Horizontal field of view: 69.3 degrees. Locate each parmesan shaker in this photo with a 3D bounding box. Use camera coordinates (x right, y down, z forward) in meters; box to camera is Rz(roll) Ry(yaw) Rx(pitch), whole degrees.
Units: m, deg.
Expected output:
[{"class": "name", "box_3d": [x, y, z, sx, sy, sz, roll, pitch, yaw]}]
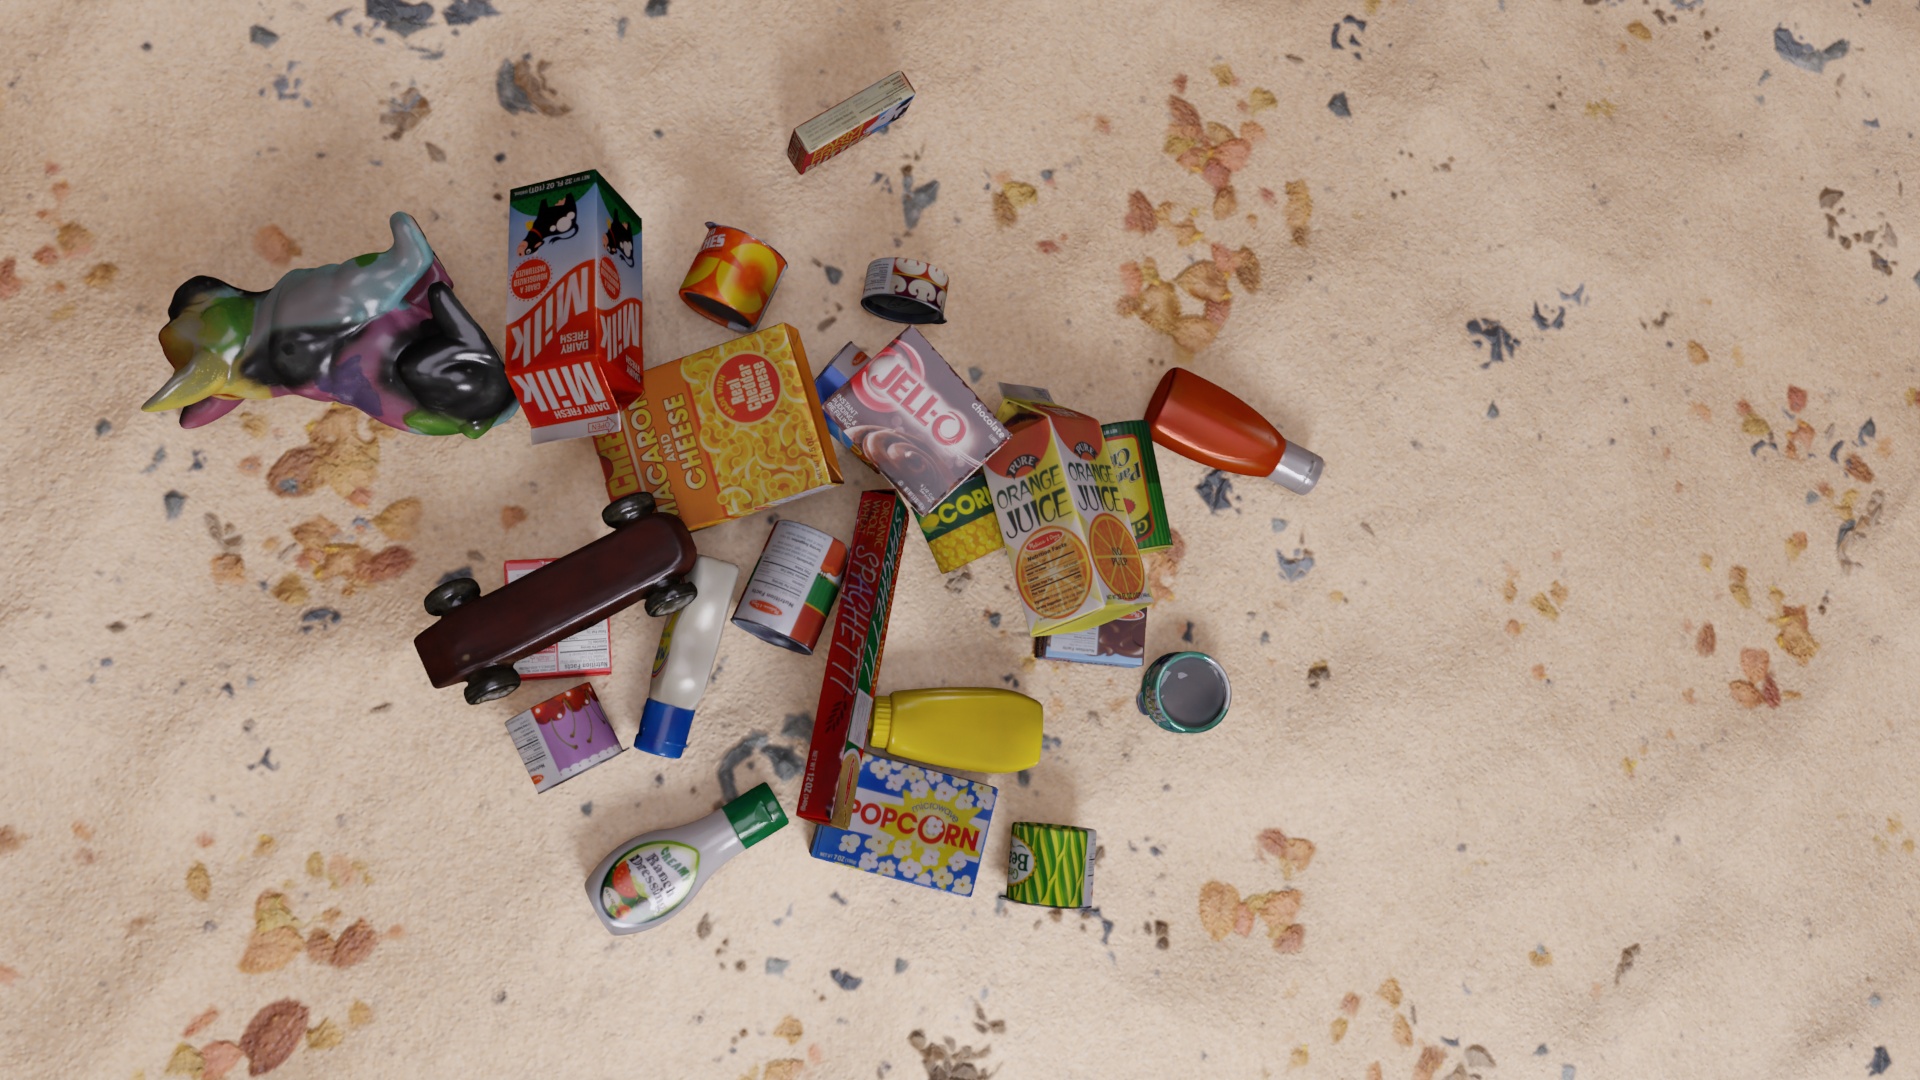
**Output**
[{"class": "parmesan shaker", "box_3d": [0.124, -0.039, 1.105, 0.071, 0.071, 0.103, -10, 85, -13]}]

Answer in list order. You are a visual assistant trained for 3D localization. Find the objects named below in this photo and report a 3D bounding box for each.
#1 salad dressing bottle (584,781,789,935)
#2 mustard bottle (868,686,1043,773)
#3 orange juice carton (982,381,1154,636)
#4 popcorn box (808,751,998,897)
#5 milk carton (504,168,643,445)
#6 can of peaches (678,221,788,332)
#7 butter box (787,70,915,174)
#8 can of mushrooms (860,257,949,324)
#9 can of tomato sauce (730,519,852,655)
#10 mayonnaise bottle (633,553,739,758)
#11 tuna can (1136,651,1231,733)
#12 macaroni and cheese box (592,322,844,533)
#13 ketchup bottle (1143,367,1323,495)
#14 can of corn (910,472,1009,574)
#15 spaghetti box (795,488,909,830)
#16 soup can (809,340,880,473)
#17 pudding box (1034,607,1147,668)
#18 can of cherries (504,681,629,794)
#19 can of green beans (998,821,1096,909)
[{"class": "salad dressing bottle", "box_3d": [-0.198, 0.229, 1.012, 0.148, 0.044, 0.064, -30, 89, -14]}, {"class": "mustard bottle", "box_3d": [-0.019, 0.141, 1.059, 0.160, 0.048, 0.065, 7, 81, -10]}, {"class": "orange juice carton", "box_3d": [0.074, -0.030, 1.054, 0.072, 0.073, 0.193, 1, 70, -52]}, {"class": "popcorn box", "box_3d": [-0.043, 0.212, 1.050, 0.127, 0.038, 0.085, 17, 81, -9]}, {"class": "milk carton", "box_3d": [-0.277, -0.161, 1.001, 0.072, 0.073, 0.191, -9, 71, 13]}, {"class": "can of peaches", "box_3d": [-0.176, -0.200, 1.060, 0.071, 0.071, 0.058, 25, 80, -8]}, {"class": "butter box", "box_3d": [-0.088, -0.332, 1.103, 0.104, 0.053, 0.024, -34, 94, -13]}, {"class": "can of mushrooms", "box_3d": [-0.041, -0.195, 1.089, 0.071, 0.071, 0.033, 11, 80, -10]}, {"class": "can of tomato sauce", "box_3d": [-0.125, 0.036, 1.041, 0.071, 0.071, 0.083, 24, 75, -8]}, {"class": "mayonnaise bottle", "box_3d": [-0.203, 0.084, 1.022, 0.041, 0.064, 0.148, 18, 83, -22]}, {"class": "tuna can", "box_3d": [0.179, 0.122, 1.111, 0.071, 0.032, 0.071, 2, 82, -12]}, {"class": "macaroni and cheese box", "box_3d": [-0.185, -0.076, 1.026, 0.166, 0.040, 0.123, -18, 86, 9]}, {"class": "ketchup bottle", "box_3d": [0.226, -0.084, 1.142, 0.149, 0.043, 0.065, 25, 76, -8]}, {"class": "can of corn", "box_3d": [0.004, -0.013, 1.072, 0.071, 0.071, 0.058, -25, 89, -14]}, {"class": "spaghetti box", "box_3d": [-0.077, 0.085, 1.023, 0.029, 0.050, 0.251, 6, 73, 13]}, {"class": "soup can", "box_3d": [-0.075, -0.100, 1.071, 0.084, 0.071, 0.071, 41, 77, -5]}, {"class": "pudding box", "box_3d": [0.104, 0.074, 1.103, 0.084, 0.030, 0.050, 6, 81, -11]}, {"class": "can of cherries", "box_3d": [-0.282, 0.140, 0.996, 0.071, 0.071, 0.058, -26, 88, -14]}, {"class": "can of green beans", "box_3d": [0.069, 0.246, 1.055, 0.071, 0.071, 0.058, 7, 81, -11]}]
